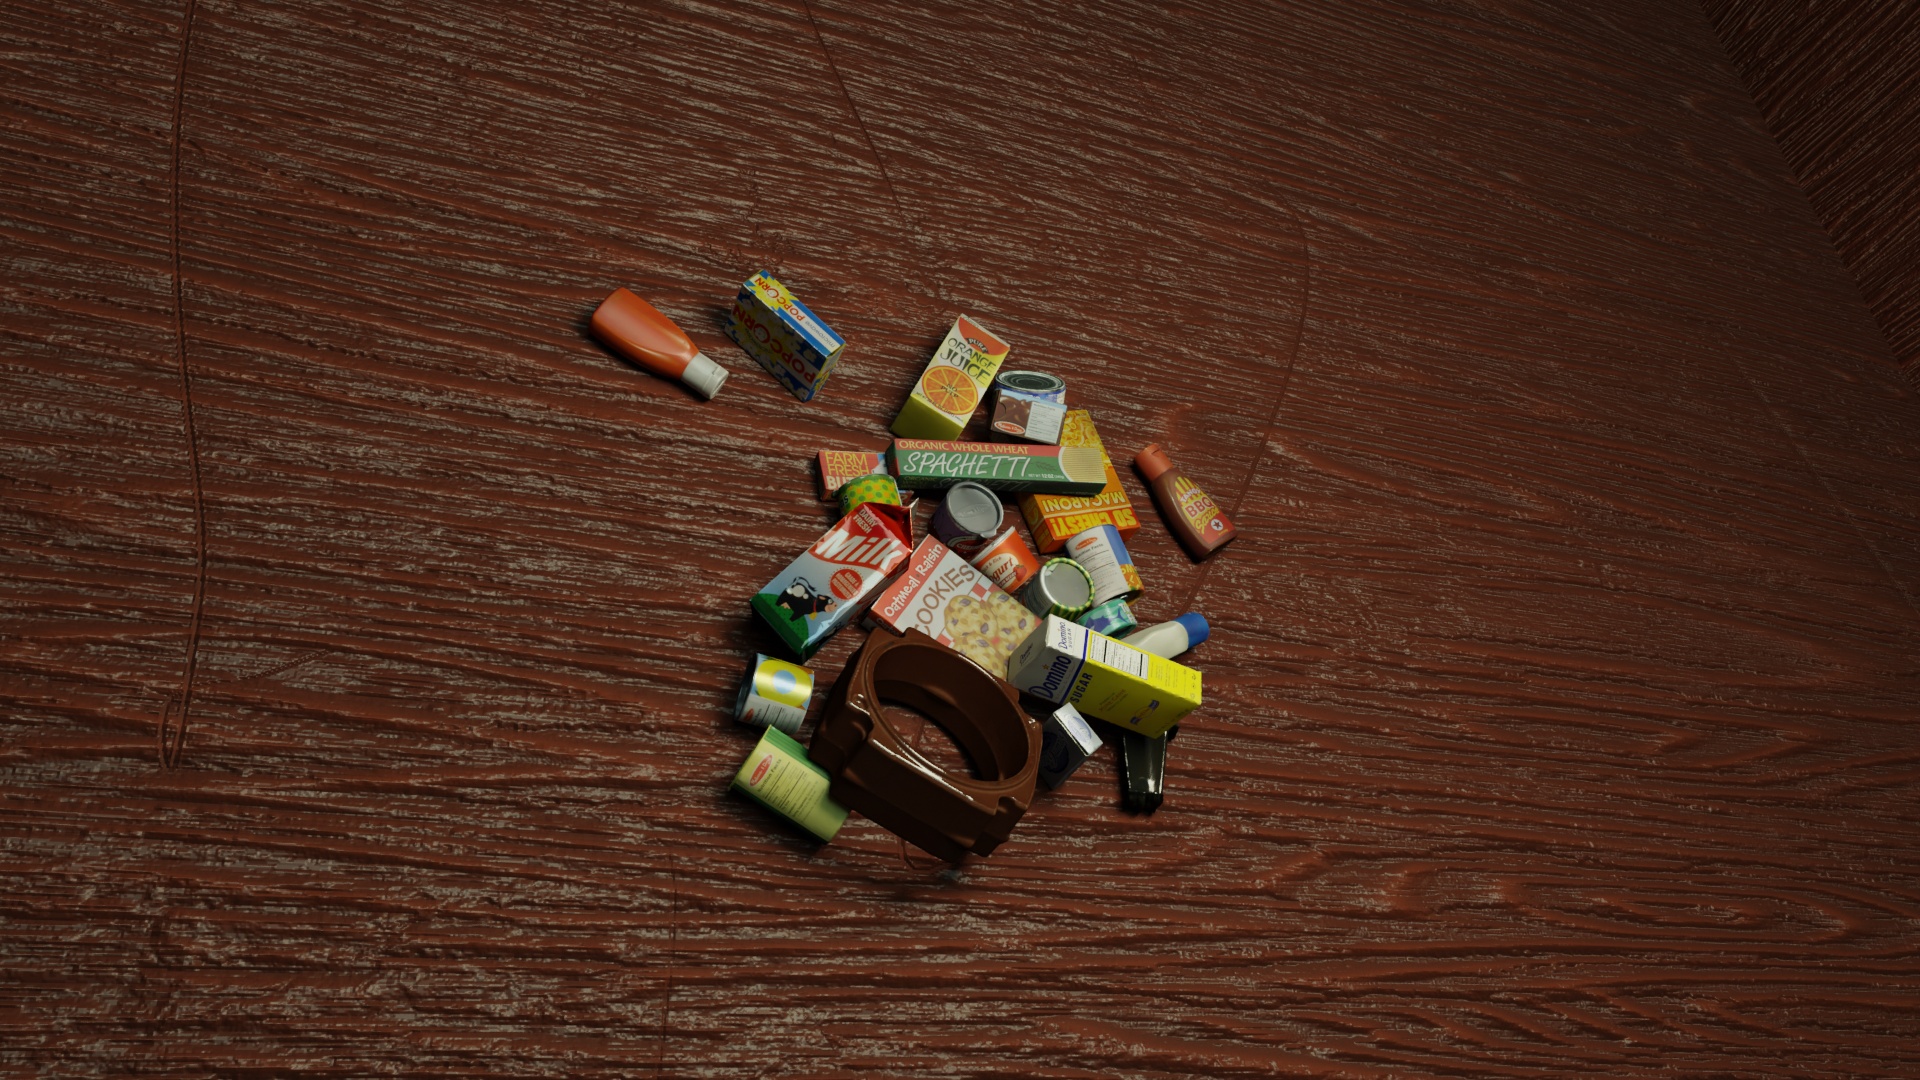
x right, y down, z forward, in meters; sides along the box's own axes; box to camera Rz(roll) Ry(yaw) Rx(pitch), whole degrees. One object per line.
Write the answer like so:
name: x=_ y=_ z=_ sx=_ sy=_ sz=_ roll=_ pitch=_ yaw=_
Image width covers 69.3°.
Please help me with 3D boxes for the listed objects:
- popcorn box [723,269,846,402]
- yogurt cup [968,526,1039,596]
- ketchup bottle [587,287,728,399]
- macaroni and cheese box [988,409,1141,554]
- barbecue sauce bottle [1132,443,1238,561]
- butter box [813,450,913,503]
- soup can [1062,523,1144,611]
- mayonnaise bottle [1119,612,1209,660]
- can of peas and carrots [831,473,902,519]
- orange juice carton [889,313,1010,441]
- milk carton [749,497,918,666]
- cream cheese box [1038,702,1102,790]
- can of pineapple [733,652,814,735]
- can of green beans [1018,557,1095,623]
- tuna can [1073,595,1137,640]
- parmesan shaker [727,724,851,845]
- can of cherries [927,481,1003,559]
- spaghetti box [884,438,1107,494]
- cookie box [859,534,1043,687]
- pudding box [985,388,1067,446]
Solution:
popcorn box: x=-0.194 y=-0.224 z=1.529 sx=0.127 sy=0.084 sz=0.038 roll=42 pitch=51 yaw=4
yogurt cup: x=0.048 y=0.026 z=1.497 sx=0.054 sy=0.072 sz=0.073 roll=49 pitch=51 yaw=0
ketchup bottle: x=-0.319 y=-0.207 z=1.482 sx=0.149 sy=0.043 sz=0.065 roll=34 pitch=51 yaw=-2
macaroni and cheese box: x=0.120 y=-0.069 z=1.609 sx=0.124 sy=0.040 sz=0.167 roll=-8 pitch=63 yaw=-29
barbecue sauce bottle: x=0.265 y=-0.048 z=1.664 sx=0.065 sy=0.043 sz=0.149 roll=-26 pitch=73 yaw=-35
butter box: x=-0.106 y=-0.069 z=1.508 sx=0.104 sy=0.024 sz=0.053 roll=1 pitch=58 yaw=-26
soup can: x=0.160 y=0.034 z=1.546 sx=0.071 sy=0.071 sz=0.084 roll=-8 pitch=64 yaw=-30
mayonnaise bottle: x=0.212 y=0.116 z=1.520 sx=0.149 sy=0.064 sz=0.041 roll=-17 pitch=89 yaw=-38
can of peas and carrots: x=-0.095 y=-0.029 z=1.460 sx=0.071 sy=0.070 sz=0.059 roll=-2 pitch=61 yaw=-28
orange juice carton: x=-0.004 y=-0.188 z=1.606 sx=0.072 sy=0.072 sz=0.194 roll=31 pitch=50 yaw=-4
milk carton: x=-0.112 y=0.030 z=1.365 sx=0.191 sy=0.072 sz=0.073 roll=-42 pitch=82 yaw=-16
cream cheese box: x=0.099 y=0.205 z=1.376 sx=0.024 sy=0.103 sz=0.053 roll=-31 pitch=75 yaw=-30
can of pineapple: x=-0.175 y=0.143 z=1.306 sx=0.058 sy=0.070 sz=0.071 roll=19 pitch=53 yaw=-15
can of green beans: x=0.105 y=0.060 z=1.504 sx=0.071 sy=0.057 sz=0.071 roll=13 pitch=54 yaw=-19
tuna can: x=0.158 y=0.091 z=1.503 sx=0.071 sy=0.070 sz=0.033 roll=-17 pitch=70 yaw=-34
parmesan shaker: x=-0.150 y=0.226 z=1.267 sx=0.103 sy=0.071 sz=0.072 roll=34 pitch=51 yaw=-4
can of cherries: x=0.005 y=-0.019 z=1.508 sx=0.071 sy=0.058 sz=0.072 roll=14 pitch=54 yaw=-19
spaghetti box: x=0.042 y=-0.081 z=1.539 sx=0.250 sy=0.028 sz=0.050 roll=1 pitch=58 yaw=-20
cookie box: x=-0.004 y=0.089 z=1.444 sx=0.167 sy=0.040 sz=0.123 roll=37 pitch=50 yaw=-1
pudding box: x=0.075 y=-0.139 z=1.575 sx=0.084 sy=0.030 sz=0.049 roll=12 pitch=91 yaw=-14
